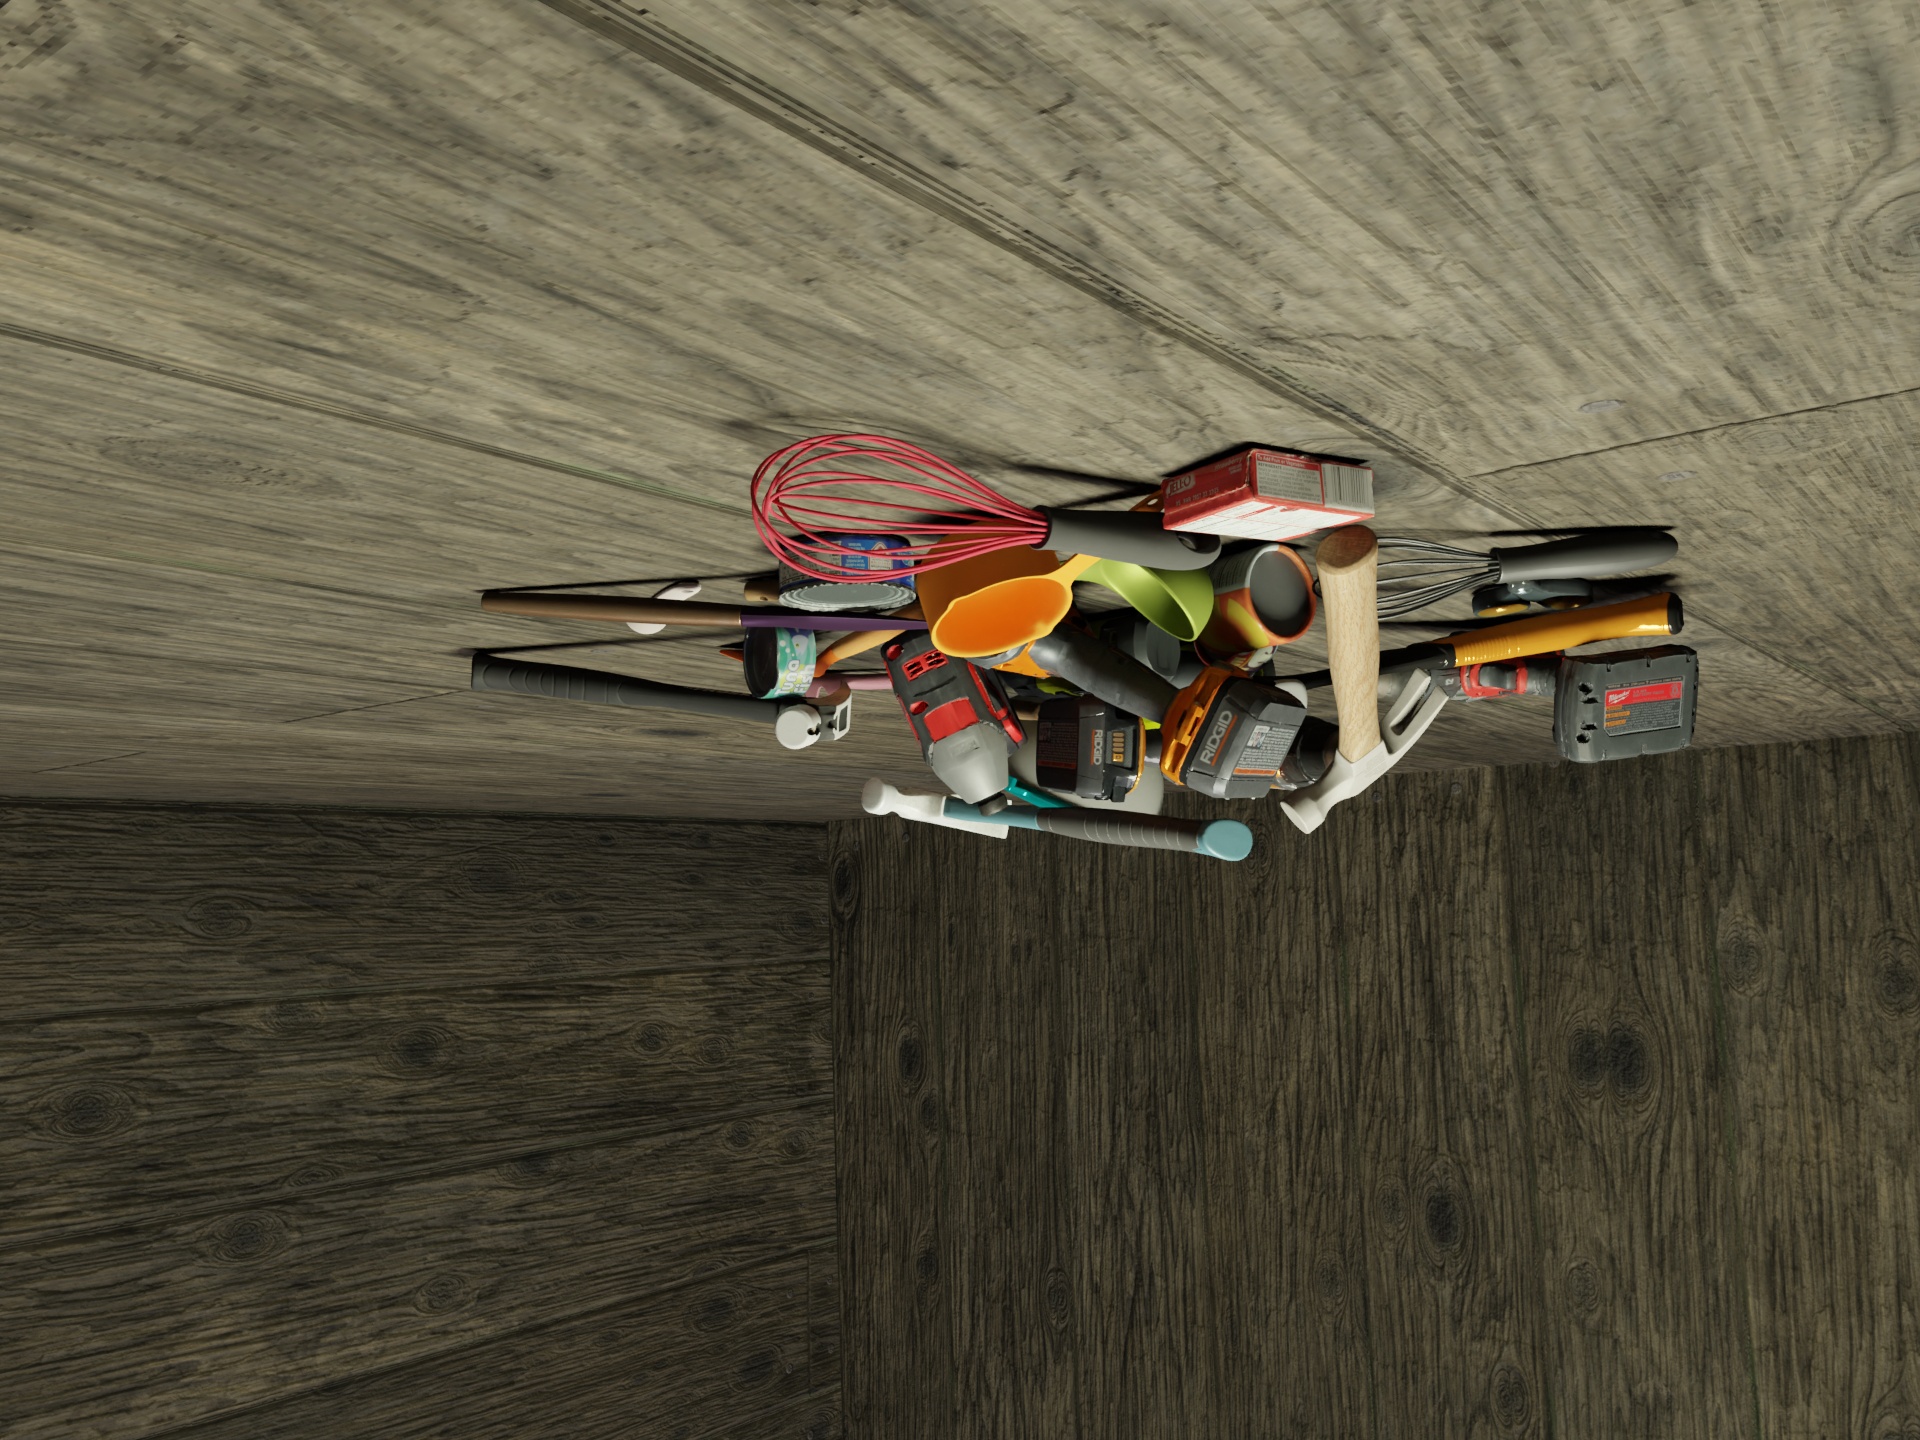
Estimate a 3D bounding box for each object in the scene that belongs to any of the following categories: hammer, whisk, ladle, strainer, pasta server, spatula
[{"bbox_3d":[-0.247,-0.023,1.289,0.335,0.035,0.146,7,-170,16],"label":"hammer"},{"bbox_3d":[0.025,-0.102,0.818,0.295,0.073,0.073,1,173,-35],"label":"whisk"},{"bbox_3d":[0.004,-0.081,1.033,0.320,0.062,0.078,-1,153,18],"label":"ladle"},{"bbox_3d":[0.090,0.013,1.529,0.211,0.095,0.341,20,-171,-20],"label":"strainer"},{"bbox_3d":[0.079,0.080,1.262,0.331,0.033,0.128,4,172,43],"label":"hammer"},{"bbox_3d":[-0.038,-0.031,1.505,0.316,0.040,0.060,-3,-177,-3],"label":"pasta server"},{"bbox_3d":[-0.083,-0.070,1.241,0.081,0.041,0.322,2,168,-35],"label":"spatula"},{"bbox_3d":[0.345,-0.100,1.026,0.239,0.055,0.055,-6,173,-3],"label":"whisk"},{"bbox_3d":[0.252,-0.030,1.005,0.130,0.031,0.331,-38,152,-4],"label":"hammer"},{"bbox_3d":[-0.171,-0.072,1.071,0.316,0.018,0.059,4,179,7],"label":"spatula"},{"bbox_3d":[0.372,-0.053,1.189,0.337,0.034,0.127,-10,-169,-3],"label":"hammer"}]

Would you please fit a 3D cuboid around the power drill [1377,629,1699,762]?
[{"bbox_3d":[0.451,-0.030,1.283,0.188,0.080,0.227,-6,-167,-18],"label":"power drill"}]

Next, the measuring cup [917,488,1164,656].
[{"bbox_3d":[0.048,-0.103,0.931,0.173,0.052,0.095,-35,151,28],"label":"measuring cup"}]

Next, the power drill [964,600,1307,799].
[{"bbox_3d":[0.118,-0.028,1.104,0.227,0.084,0.164,29,-170,25],"label":"power drill"}]

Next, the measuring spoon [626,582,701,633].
[{"bbox_3d":[-0.210,-0.079,1.131,0.034,0.018,0.124,2,171,-28],"label":"measuring spoon"}]

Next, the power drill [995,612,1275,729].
[{"bbox_3d":[0.151,-0.039,1.355,0.171,0.080,0.223,-8,167,42],"label":"power drill"}]

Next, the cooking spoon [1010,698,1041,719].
[{"bbox_3d":[0.014,-0.014,1.463,0.068,0.017,0.319,-8,-175,-19],"label":"cooking spoon"}]

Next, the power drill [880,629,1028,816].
[{"bbox_3d":[-0.002,-0.004,1.196,0.078,0.143,0.219,-26,-178,3],"label":"power drill"}]

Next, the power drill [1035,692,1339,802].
[{"bbox_3d":[0.189,0.023,1.228,0.226,0.084,0.185,2,180,-15],"label":"power drill"}]
